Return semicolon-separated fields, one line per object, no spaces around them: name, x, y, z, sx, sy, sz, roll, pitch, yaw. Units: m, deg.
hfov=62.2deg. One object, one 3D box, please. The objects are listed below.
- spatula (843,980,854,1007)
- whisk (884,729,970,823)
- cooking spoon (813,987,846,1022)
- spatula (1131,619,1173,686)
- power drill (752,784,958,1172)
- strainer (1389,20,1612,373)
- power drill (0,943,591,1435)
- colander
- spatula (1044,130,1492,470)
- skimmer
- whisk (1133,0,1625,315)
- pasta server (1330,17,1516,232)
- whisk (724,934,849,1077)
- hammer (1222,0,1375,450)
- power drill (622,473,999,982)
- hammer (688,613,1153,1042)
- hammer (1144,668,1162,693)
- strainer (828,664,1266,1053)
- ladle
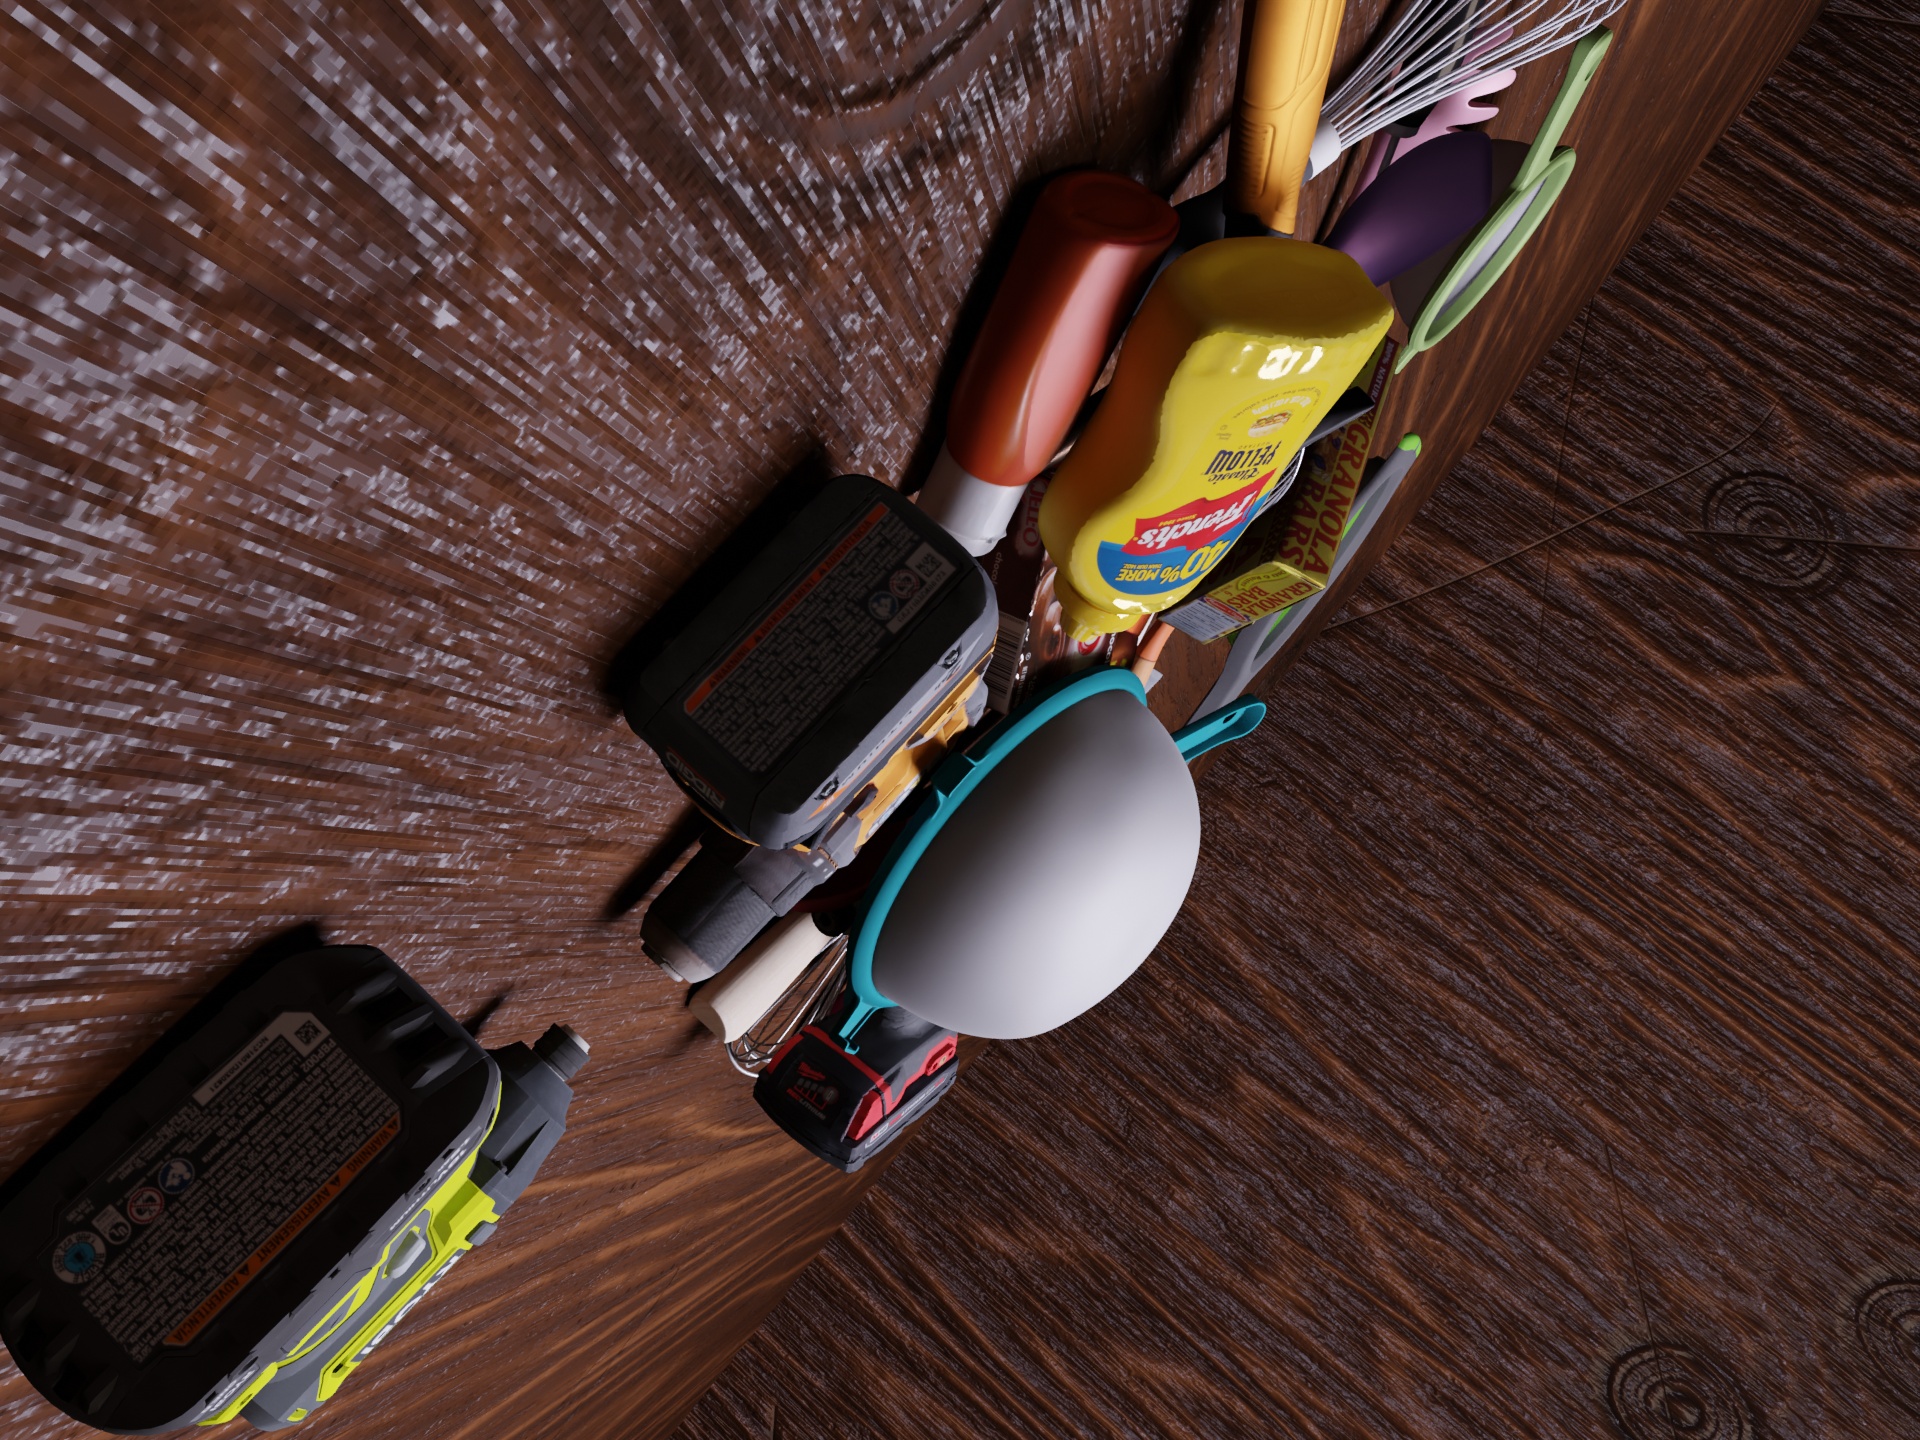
spatula;0.014;0.069;1.116;0.317;0.044;0.082;-48;-175;-23
whisk;0.015;-0.043;0.799;0.239;0.055;0.055;-52;169;-16
cooking spoon;-0.040;0.163;1.141;0.318;0.017;0.069;-47;179;42
spatula;0.101;-0.025;1.017;0.081;0.041;0.322;-8;128;-54
power drill;-0.044;0.140;0.893;0.143;0.079;0.219;-30;144;-47
strainer;0.321;-0.337;0.975;0.151;0.069;0.256;-45;166;-17
power drill;-0.201;0.154;0.528;0.171;0.080;0.223;-46;171;-19
colander;0.192;-0.072;1.212;0.397;0.094;0.204;-56;167;16
spatula;0.125;-0.179;0.709;0.316;0.018;0.059;-35;136;-15
skimmer;0.163;-0.238;0.777;0.127;0.090;0.363;-67;175;-56
whisk;0.166;-0.255;0.651;0.284;0.070;0.070;-38;166;-5
pasta server;0.221;-0.271;0.882;0.040;0.060;0.316;-20;163;-12
whisk;-0.064;0.128;1.020;0.058;0.059;0.246;-5;-142;53
hammer;0.118;-0.204;0.579;0.127;0.034;0.336;-27;152;-13
power drill;-0.065;0.018;0.613;0.185;0.084;0.226;-47;172;-11
hammer;-0.010;0.045;0.979;0.411;0.038;0.146;-42;163;-35
hammer;0.061;0.087;1.189;0.144;0.035;0.406;-61;175;36
strainer;0.091;0.064;0.822;0.340;0.095;0.210;-24;146;-45
ladle;-0.001;-0.003;0.853;0.315;0.069;0.031;-49;141;-35
